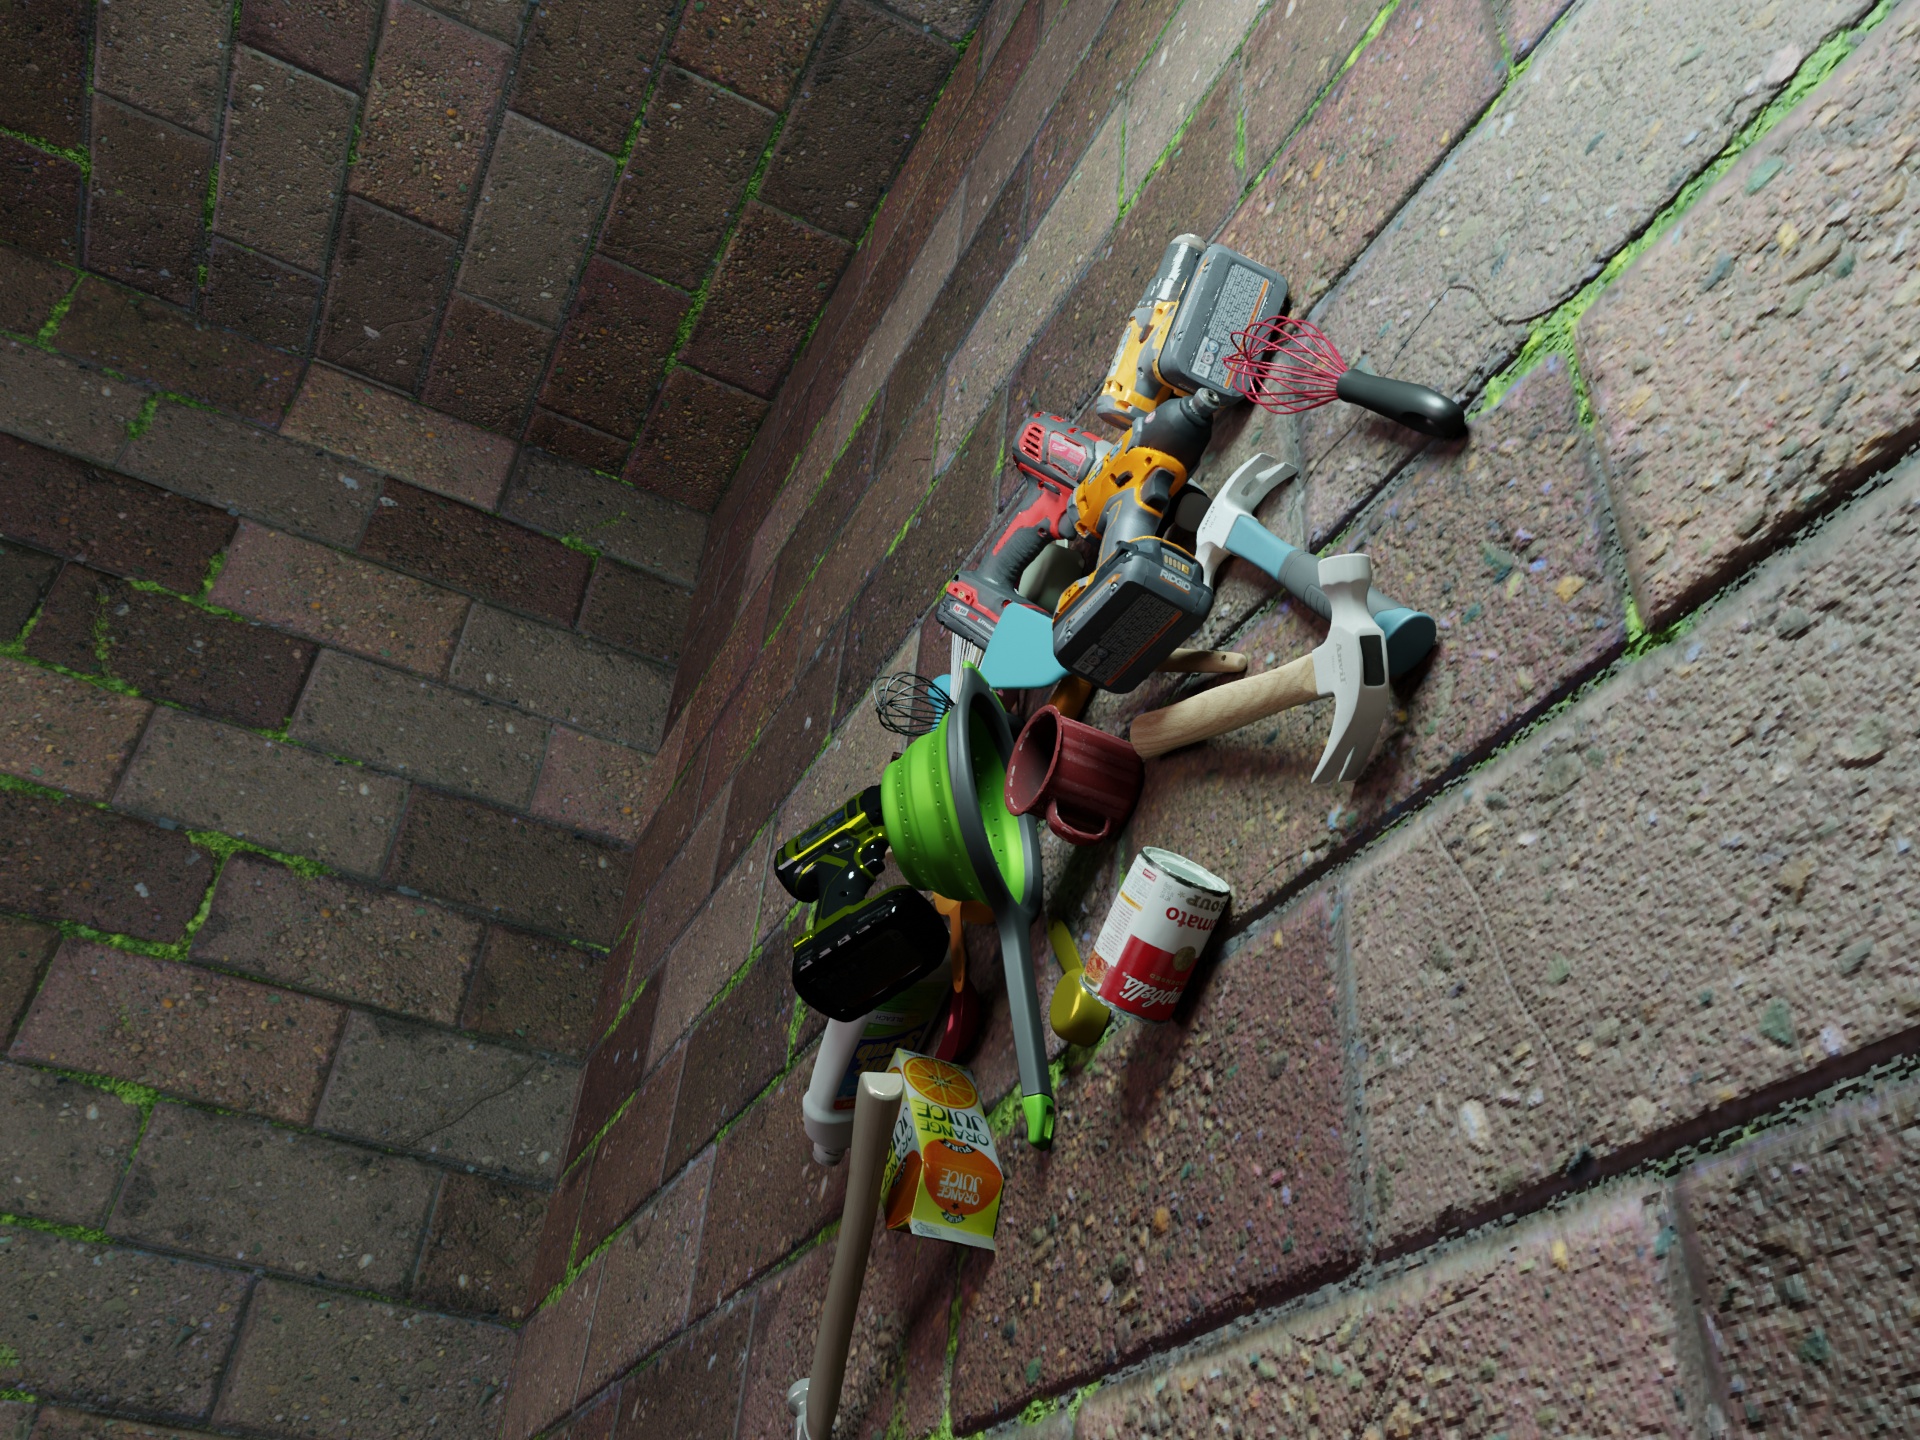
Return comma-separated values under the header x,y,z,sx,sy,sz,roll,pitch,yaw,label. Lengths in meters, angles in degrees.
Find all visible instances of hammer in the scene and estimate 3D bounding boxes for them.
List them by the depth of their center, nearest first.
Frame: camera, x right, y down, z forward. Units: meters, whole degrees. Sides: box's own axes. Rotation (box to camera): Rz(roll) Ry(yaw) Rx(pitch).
x,y,z,sx,sy,sz,roll,pitch,yaw,label
0.192,-0.009,1.082,0.331,0.031,0.130,151,114,-71,hammer
0.234,-0.100,1.095,0.128,0.033,0.331,-66,19,14,hammer
-0.091,0.461,1.275,0.146,0.038,0.410,-112,30,-62,hammer
0.116,-0.067,1.395,0.336,0.034,0.127,-64,20,19,hammer

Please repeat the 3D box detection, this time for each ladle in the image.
x,y,z,sx,sy,sz,roll,pitch,yaw,label
-0.048,0.357,1.436,0.069,0.031,0.315,-94,27,-63,ladle

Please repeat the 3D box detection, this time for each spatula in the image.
x,y,z,sx,sy,sz,roll,pitch,yaw,label
0.119,-0.053,1.286,0.318,0.044,0.082,6,71,61,spatula

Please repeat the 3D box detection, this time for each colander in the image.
x,y,z,sx,sy,sz,roll,pitch,yaw,label
0.004,0.150,1.274,0.204,0.094,0.397,52,-154,-59,colander

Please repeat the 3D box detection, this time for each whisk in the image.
x,y,z,sx,sy,sz,roll,pitch,yaw,label
0.265,-0.238,1.116,0.073,0.073,0.296,-66,24,13,whisk
-0.003,-0.005,1.415,0.055,0.238,0.055,-5,80,32,whisk
0.001,-0.007,1.634,0.070,0.070,0.284,-137,63,-70,whisk

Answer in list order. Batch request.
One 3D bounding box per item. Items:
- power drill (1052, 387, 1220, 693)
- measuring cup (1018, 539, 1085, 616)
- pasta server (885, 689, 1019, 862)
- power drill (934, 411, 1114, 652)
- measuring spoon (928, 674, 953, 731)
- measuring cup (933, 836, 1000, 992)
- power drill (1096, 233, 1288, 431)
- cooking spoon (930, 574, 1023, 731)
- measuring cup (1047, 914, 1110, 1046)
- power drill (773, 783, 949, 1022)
x,y,z,sx,sy,sz,roll,pitch,yaw,label
0.143,-0.149,1.227,0.164,0.084,0.227,-47,24,42,power drill
0.086,-0.170,1.574,0.083,0.038,0.168,-51,29,45,measuring cup
-0.007,0.032,1.468,0.060,0.040,0.316,-56,-1,38,pasta server
0.081,-0.161,1.468,0.143,0.078,0.219,33,104,29,power drill
-0.034,0.000,1.687,0.042,0.021,0.129,123,168,-50,measuring spoon
0.018,0.170,1.401,0.095,0.052,0.174,-53,27,41,measuring cup
0.201,-0.349,1.382,0.226,0.084,0.185,-161,92,-76,power drill
0.025,-0.084,1.692,0.318,0.017,0.069,-63,3,22,cooking spoon
0.079,0.193,1.235,0.062,0.029,0.157,-64,21,18,measuring cup
-0.083,0.147,1.419,0.171,0.080,0.223,-33,30,12,power drill
